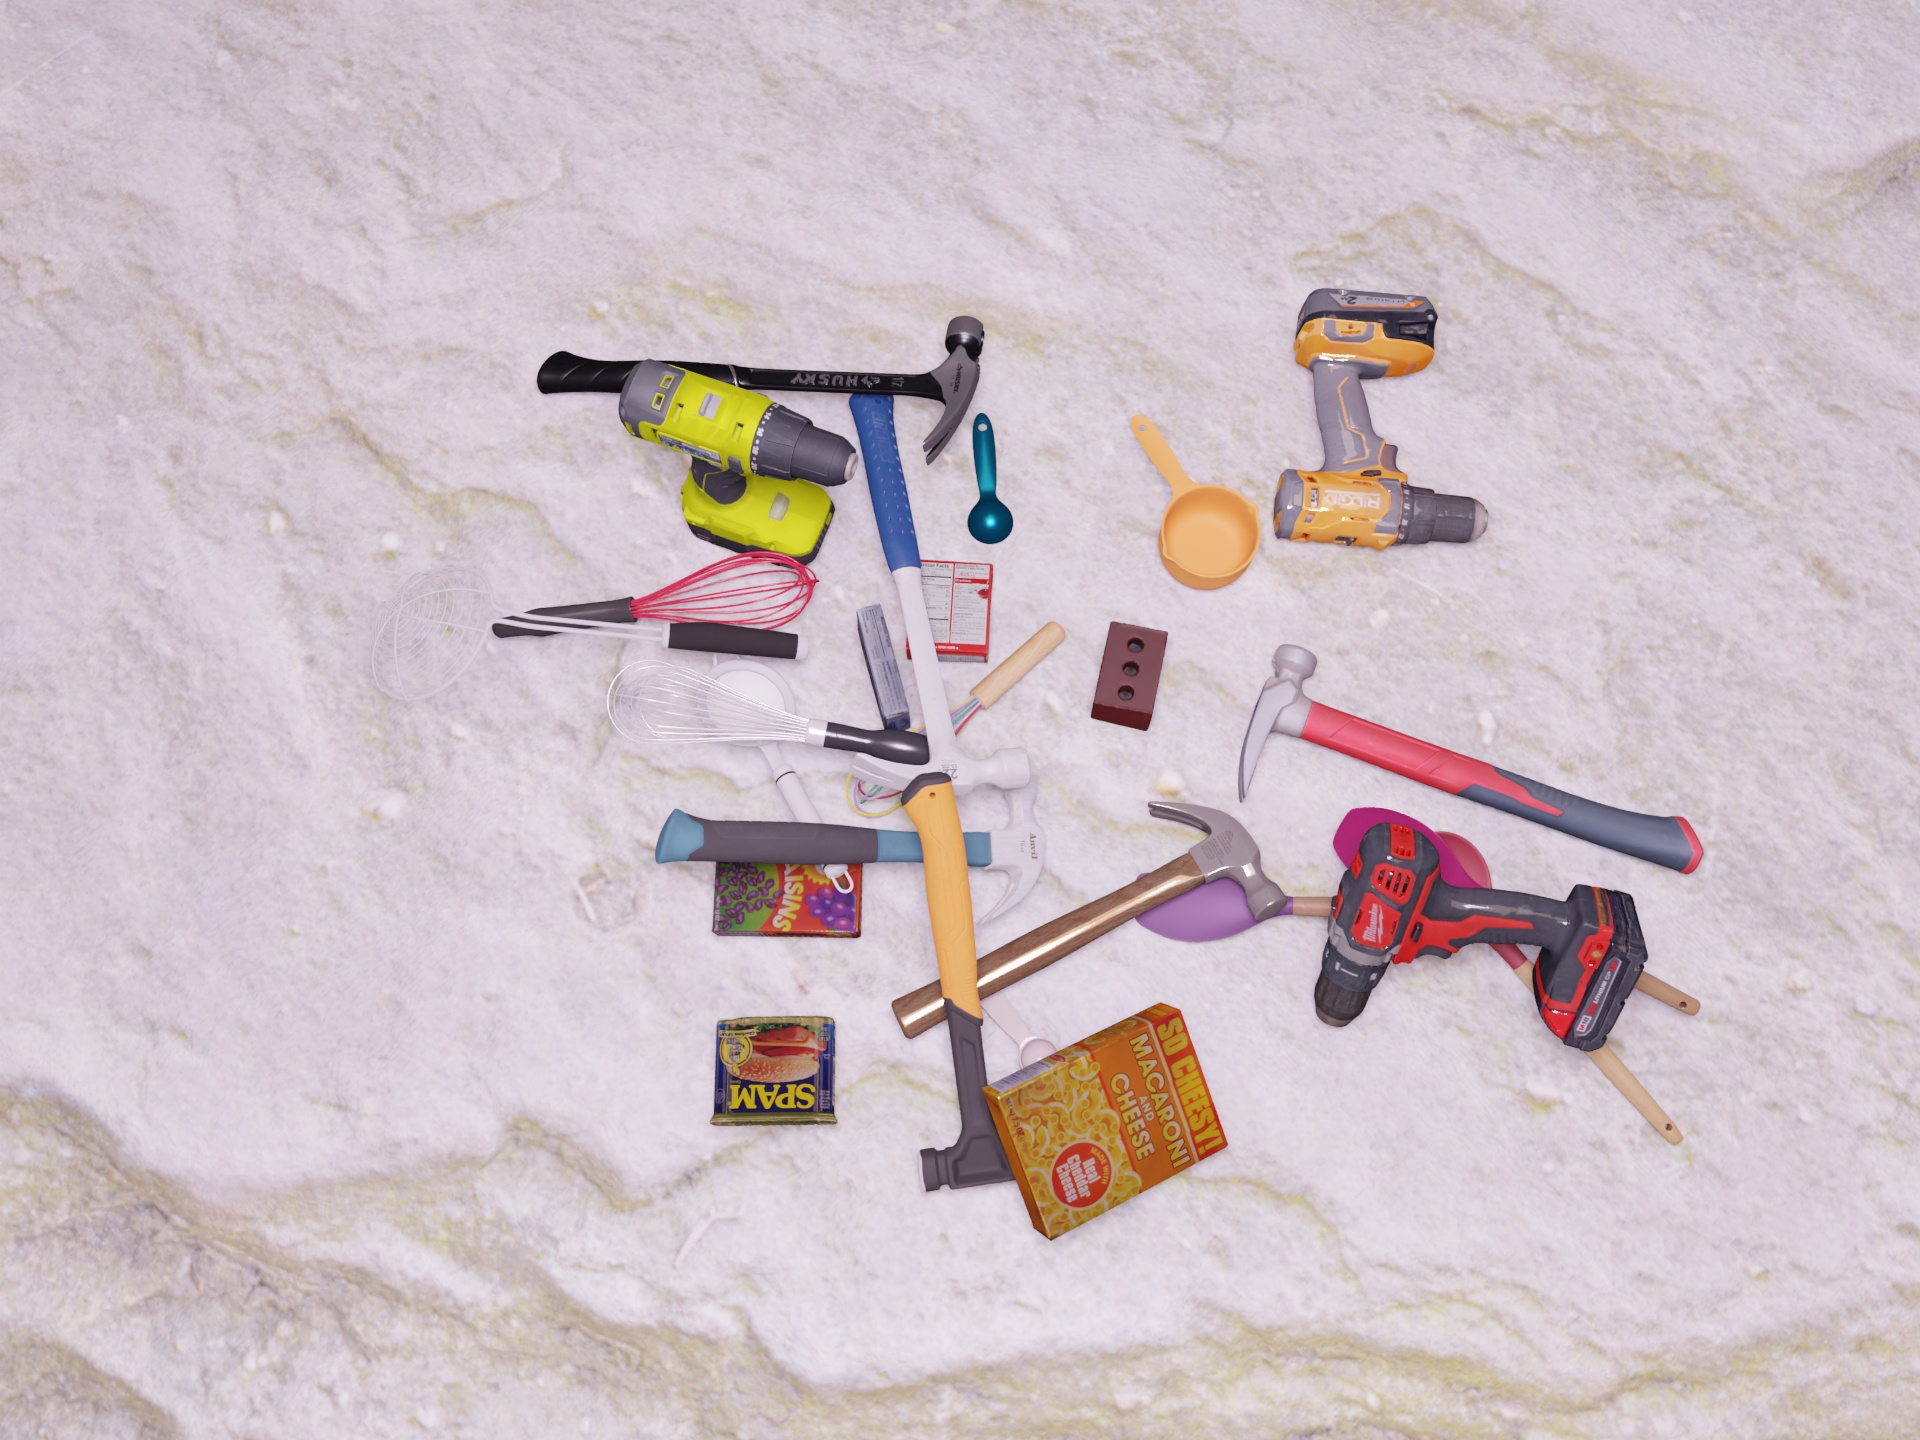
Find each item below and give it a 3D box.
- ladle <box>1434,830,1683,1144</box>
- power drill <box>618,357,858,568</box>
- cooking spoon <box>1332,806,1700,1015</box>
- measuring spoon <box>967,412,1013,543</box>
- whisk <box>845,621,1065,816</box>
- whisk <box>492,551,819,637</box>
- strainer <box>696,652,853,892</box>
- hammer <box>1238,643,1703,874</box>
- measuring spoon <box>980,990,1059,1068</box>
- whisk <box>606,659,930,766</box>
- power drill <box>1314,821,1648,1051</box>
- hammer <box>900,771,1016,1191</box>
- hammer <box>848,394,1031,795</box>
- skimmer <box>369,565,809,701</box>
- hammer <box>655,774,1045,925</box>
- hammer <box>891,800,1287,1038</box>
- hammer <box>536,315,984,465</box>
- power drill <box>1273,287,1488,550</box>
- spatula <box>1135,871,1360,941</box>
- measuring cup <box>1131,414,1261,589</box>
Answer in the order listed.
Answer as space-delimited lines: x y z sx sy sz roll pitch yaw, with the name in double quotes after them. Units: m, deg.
0.483 0.221 1.317 0.069 0.031 0.315 -39 79 -2 "ladle"
-0.172 -0.209 1.340 0.190 0.228 0.080 19 76 6 "power drill"
0.456 0.160 1.305 0.319 0.017 0.068 28 104 7 "cooking spoon"
0.024 -0.224 1.447 0.042 0.021 0.129 -4 76 0 "measuring spoon"
-0.003 -0.006 1.380 0.245 0.051 0.047 -41 72 -12 "whisk"
-0.269 -0.101 1.404 0.296 0.073 0.073 -8 75 4 "whisk"
-0.155 0.042 1.350 0.087 0.050 0.259 -18 62 -27 "strainer"
0.432 0.064 1.354 0.386 0.038 0.143 20 77 6 "hammer"
0.038 0.247 1.327 0.034 0.018 0.124 -37 71 -10 "measuring spoon"
-0.152 0.005 1.320 0.284 0.070 0.070 11 75 -4 "whisk"
0.400 0.188 1.261 0.226 0.187 0.080 15 32 5 "power drill"
0.007 0.206 1.265 0.127 0.034 0.337 -8 97 -2 "hammer"
-0.050 -0.119 1.367 0.144 0.035 0.406 -4 62 -16 "hammer"
-0.315 -0.064 1.358 0.363 0.090 0.127 5 60 -12 "skimmer"
-0.083 0.100 1.290 0.331 0.033 0.128 4 71 -23 "hammer"
0.095 0.172 1.321 0.331 0.031 0.130 -26 62 -4 "hammer"
-0.187 -0.304 1.440 0.409 0.036 0.149 4 61 10 "hammer"
0.380 -0.262 1.424 0.185 0.084 0.226 6 79 2 "power drill"
0.302 0.157 1.319 0.316 0.018 0.060 0 77 12 "spatula"
0.199 -0.195 1.422 0.095 0.052 0.174 -28 74 -6 "measuring cup"
